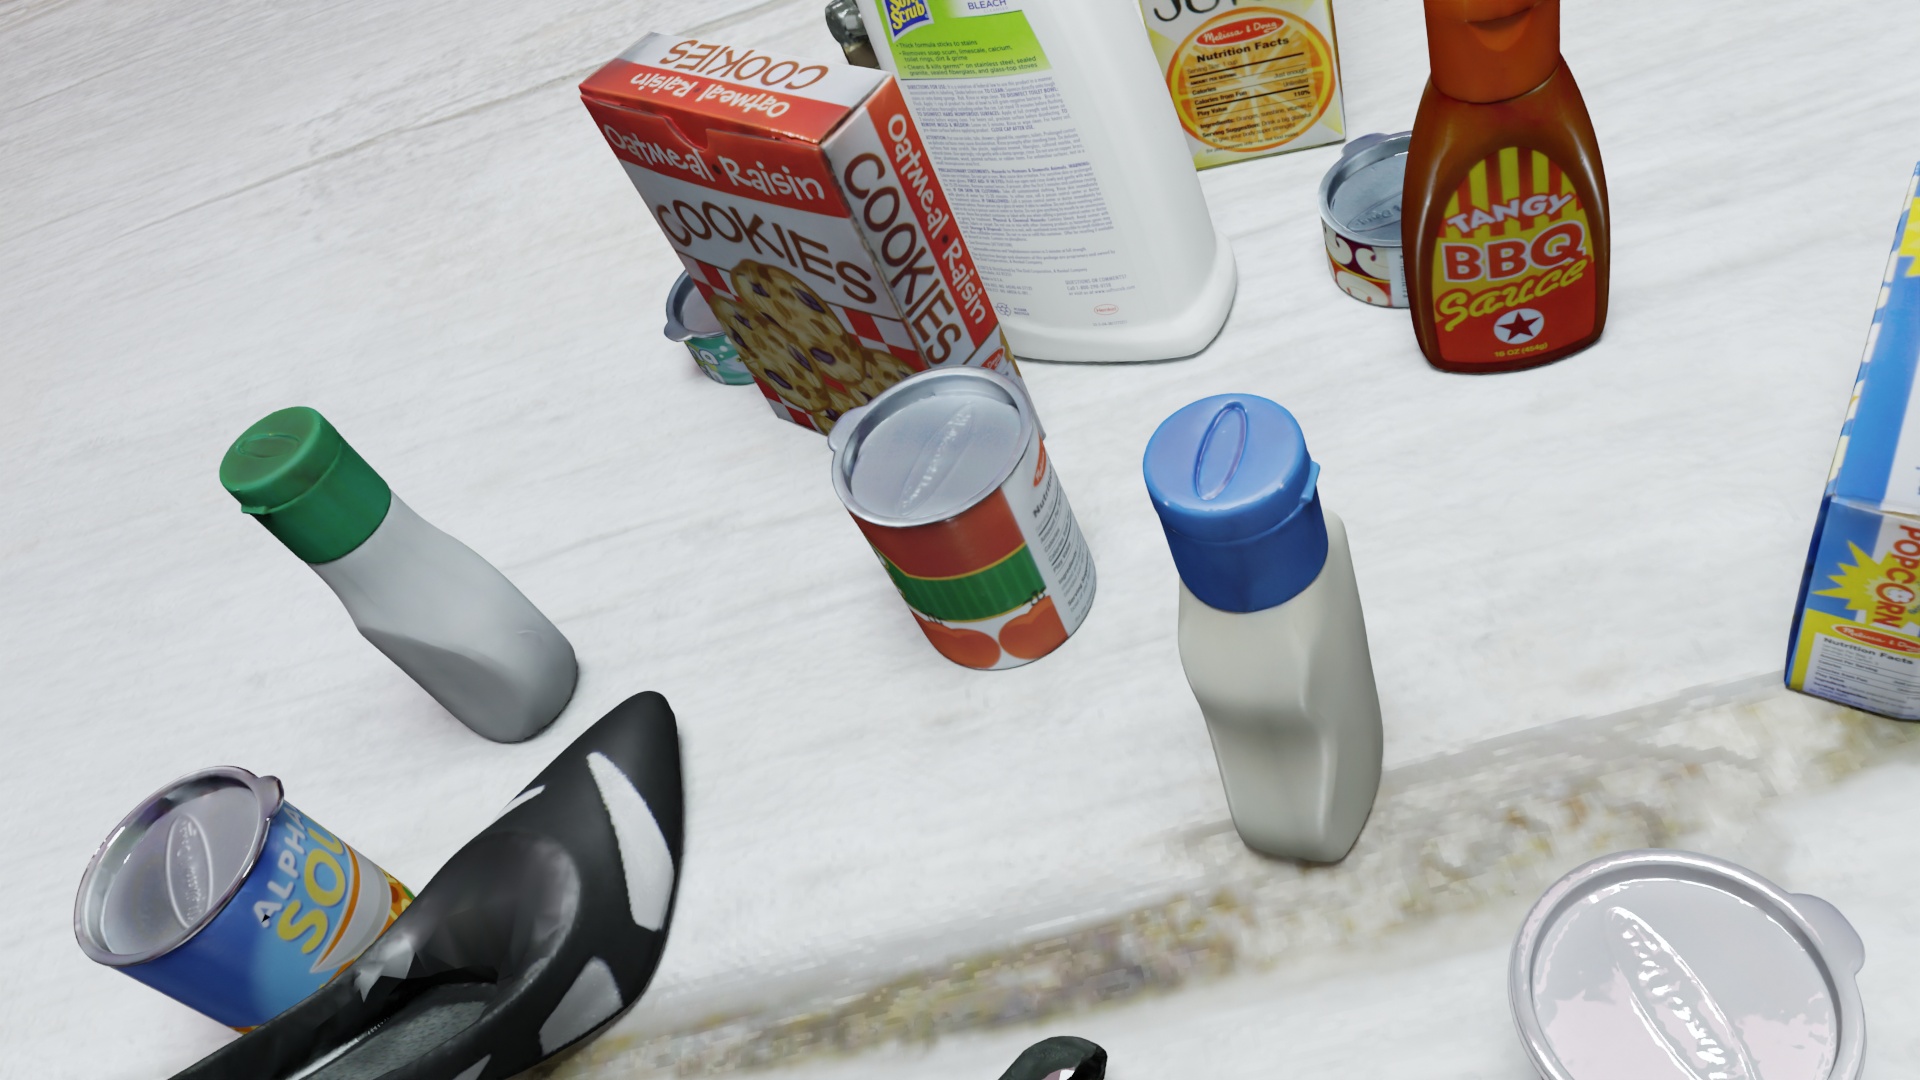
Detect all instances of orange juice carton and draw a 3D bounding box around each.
[{"bbox_3d":[0.103,-0.248,0.547,0.073,0.192,0.072,-7,50,18],"label":"orange juice carton"}]

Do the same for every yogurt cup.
[{"bbox_3d":[0.161,0.111,0.313,0.072,0.053,0.073,-12,48,14],"label":"yogurt cup"}]

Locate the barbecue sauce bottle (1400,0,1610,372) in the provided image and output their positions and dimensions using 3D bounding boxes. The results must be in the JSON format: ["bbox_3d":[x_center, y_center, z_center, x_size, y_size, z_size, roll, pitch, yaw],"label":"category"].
[{"bbox_3d":[0.170,-0.119,0.439,0.065,0.148,0.044,-9,49,17],"label":"barbecue sauce bottle"}]

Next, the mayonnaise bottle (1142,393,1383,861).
[{"bbox_3d":[0.080,0.024,0.357,0.041,0.147,0.065,5,54,27],"label":"mayonnaise bottle"}]

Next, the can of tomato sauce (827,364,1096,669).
[{"bbox_3d":[0.002,-0.006,0.461,0.071,0.082,0.071,-12,48,14],"label":"can of tomato sauce"}]

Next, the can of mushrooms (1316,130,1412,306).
[{"bbox_3d":[0.168,-0.122,0.521,0.071,0.033,0.071,-12,48,14],"label":"can of mushrooms"}]

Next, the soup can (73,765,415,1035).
[{"bbox_3d":[-0.225,0.121,0.453,0.071,0.083,0.072,-12,48,14],"label":"soup can"}]

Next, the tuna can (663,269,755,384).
[{"bbox_3d":[-0.097,-0.102,0.620,0.071,0.032,0.071,-12,48,14],"label":"tuna can"}]

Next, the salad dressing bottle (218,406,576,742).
[{"bbox_3d":[-0.191,0.015,0.484,0.064,0.147,0.044,4,54,27],"label":"salad dressing bottle"}]

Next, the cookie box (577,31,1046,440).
[{"bbox_3d":[-0.050,-0.096,0.503,0.123,0.166,0.040,23,64,36],"label":"cookie box"}]

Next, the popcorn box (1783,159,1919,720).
[{"bbox_3d":[0.256,-0.028,0.367,0.038,0.085,0.127,14,59,33],"label":"popcorn box"}]
